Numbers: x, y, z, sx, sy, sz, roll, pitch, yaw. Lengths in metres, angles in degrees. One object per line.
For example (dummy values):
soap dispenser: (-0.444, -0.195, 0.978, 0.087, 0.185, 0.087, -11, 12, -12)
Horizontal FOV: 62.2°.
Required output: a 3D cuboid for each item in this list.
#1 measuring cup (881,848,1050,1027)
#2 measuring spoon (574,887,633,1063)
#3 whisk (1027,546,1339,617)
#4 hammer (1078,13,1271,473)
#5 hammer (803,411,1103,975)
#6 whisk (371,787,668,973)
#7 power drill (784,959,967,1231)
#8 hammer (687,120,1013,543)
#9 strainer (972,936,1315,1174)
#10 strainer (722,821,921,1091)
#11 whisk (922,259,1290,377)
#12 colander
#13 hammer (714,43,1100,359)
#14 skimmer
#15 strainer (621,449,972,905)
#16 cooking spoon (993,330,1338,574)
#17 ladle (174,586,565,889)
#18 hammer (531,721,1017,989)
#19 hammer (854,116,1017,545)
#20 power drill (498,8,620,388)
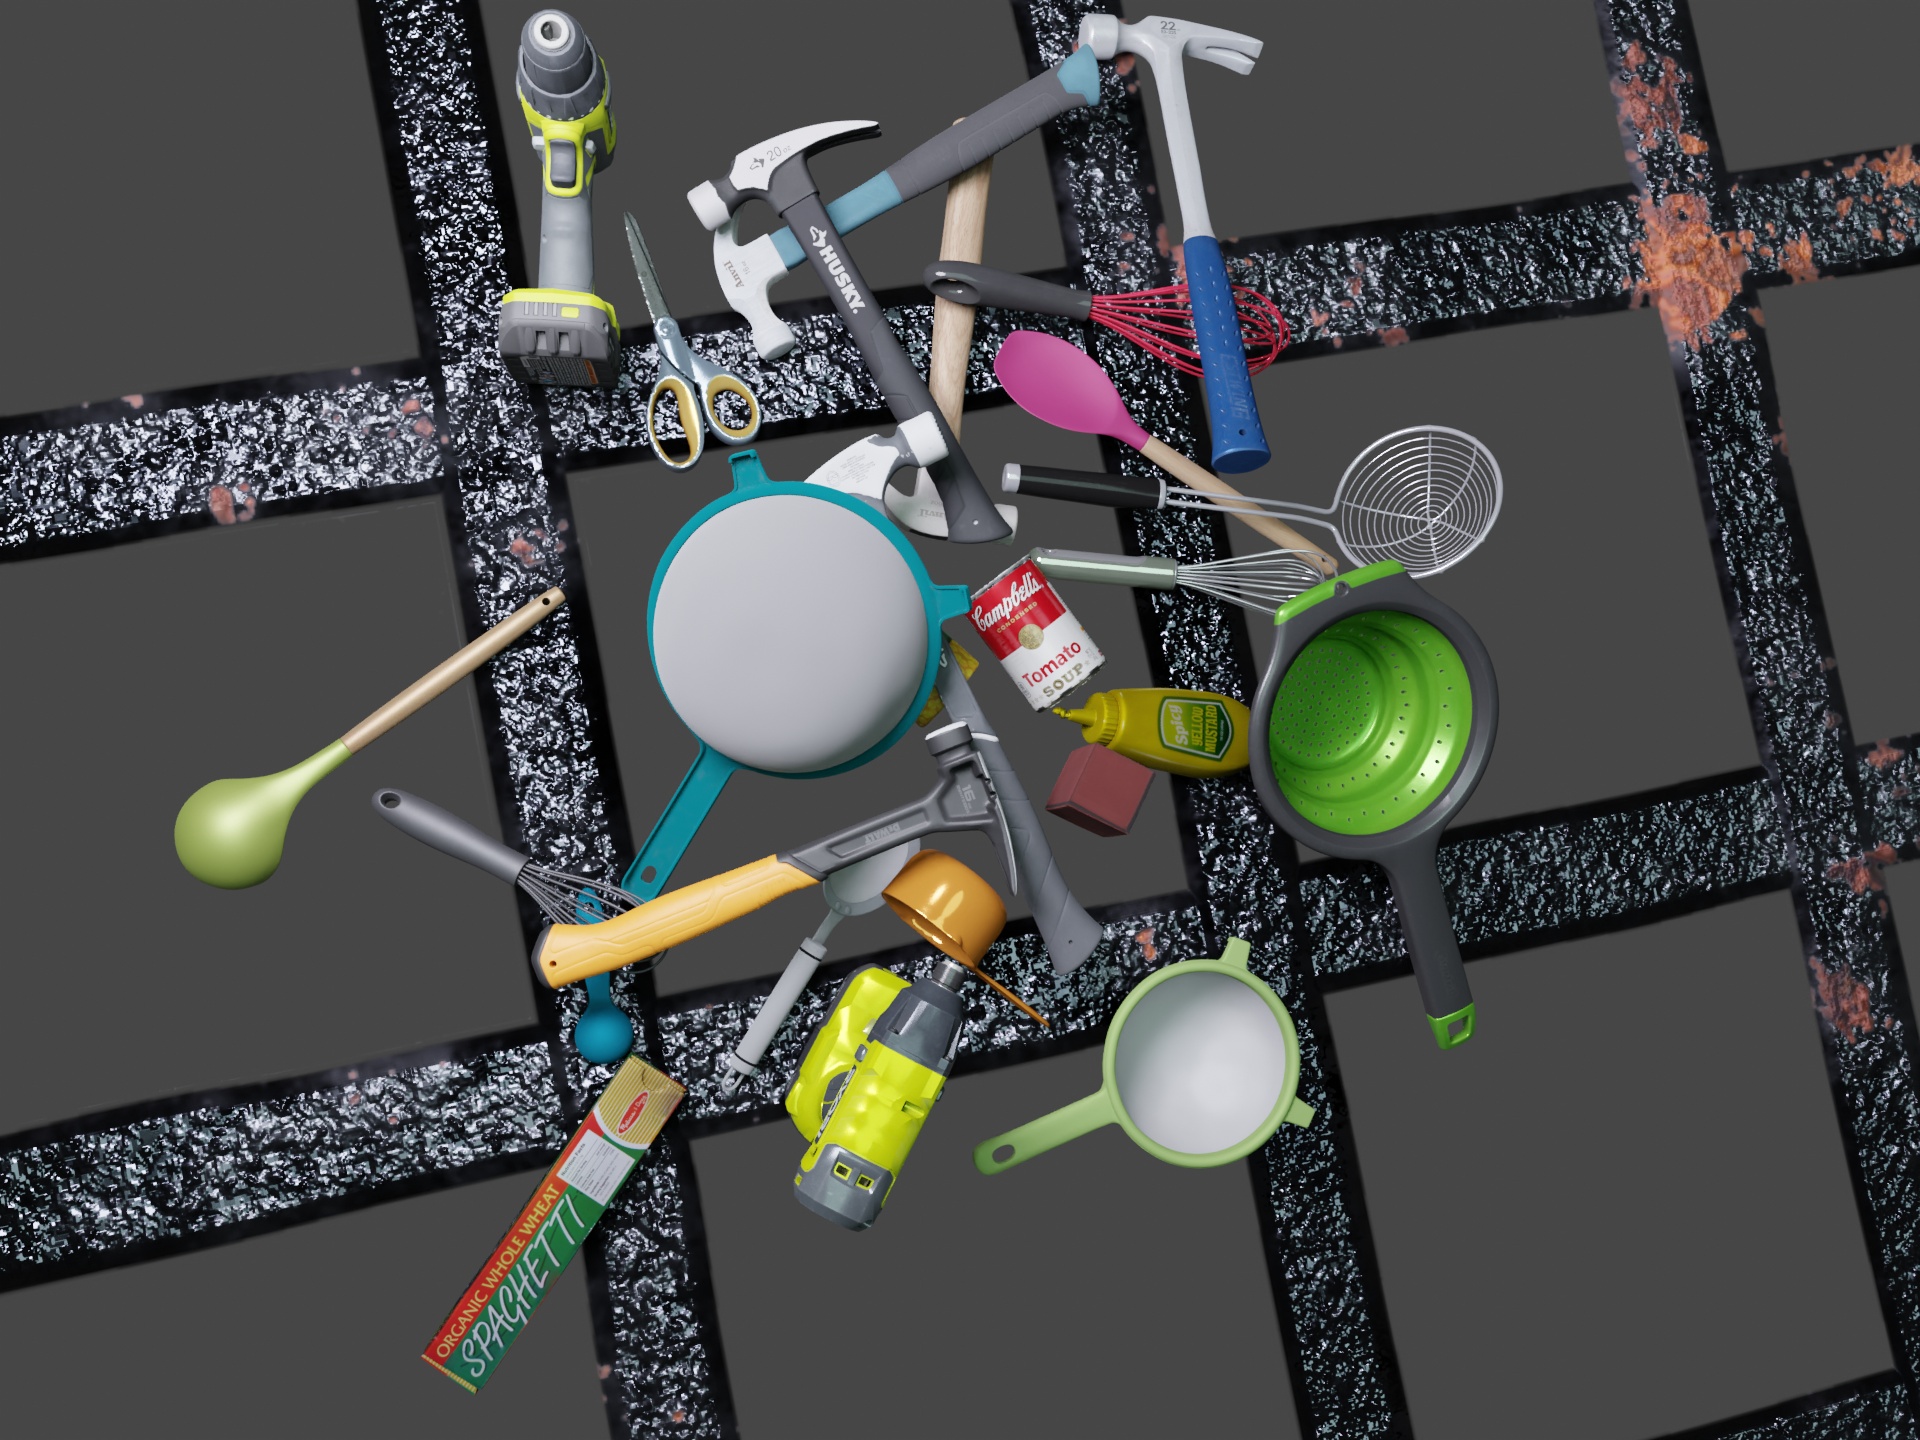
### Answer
measuring cup: (0.020, 0.160, 1.178, 0.173, 0.095, 0.052, 43, 75, -22)
measuring spoon: (-0.264, 0.185, 1.152, 0.042, 0.021, 0.128, -7, 86, -9)
whisk: (0.173, -0.113, 1.233, 0.246, 0.058, 0.059, 5, 115, -4)
hammer: (0.186, -0.372, 1.206, 0.144, 0.035, 0.406, -2, 68, -11)
hammer: (-0.002, -0.004, 1.137, 0.149, 0.036, 0.409, -25, 96, 2)
whisk: (-0.316, 0.111, 1.136, 0.239, 0.055, 0.055, 28, 82, 2)
power drill: (-0.055, 0.236, 1.077, 0.080, 0.223, 0.171, 29, 82, -6)
hammer: (-0.054, -0.278, 1.170, 0.146, 0.035, 0.334, -30, 95, 5)
strainer: (0.124, 0.271, 1.181, 0.256, 0.069, 0.151, -22, 91, -9)
strainer: (-0.106, 0.160, 1.170, 0.086, 0.050, 0.258, 36, 85, -49)
whisk: (0.115, -0.313, 1.219, 0.295, 0.073, 0.073, 8, 84, -13)
colander: (0.320, 0.069, 1.228, 0.204, 0.094, 0.397, -23, 107, -10)
hammer: (-0.038, -0.409, 1.202, 0.331, 0.033, 0.128, -30, 88, 1)
skimmer: (0.217, -0.177, 1.192, 0.363, 0.090, 0.127, 5, 71, -8)
strainer: (-0.156, 0.000, 1.088, 0.211, 0.095, 0.340, 33, 104, 0)
cooking spoon: (0.164, -0.202, 1.240, 0.318, 0.017, 0.069, 32, 73, -10)
ladle: (-0.416, 0.005, 1.141, 0.320, 0.062, 0.078, -39, 90, -16)
hammer: (-0.129, 0.117, 1.095, 0.337, 0.034, 0.127, -21, 88, -3)
hammer: (-0.008, -0.304, 1.227, 0.130, 0.031, 0.331, 7, 84, -9)
power drill: (-0.279, -0.362, 1.114, 0.080, 0.190, 0.228, 1, 89, -9)
